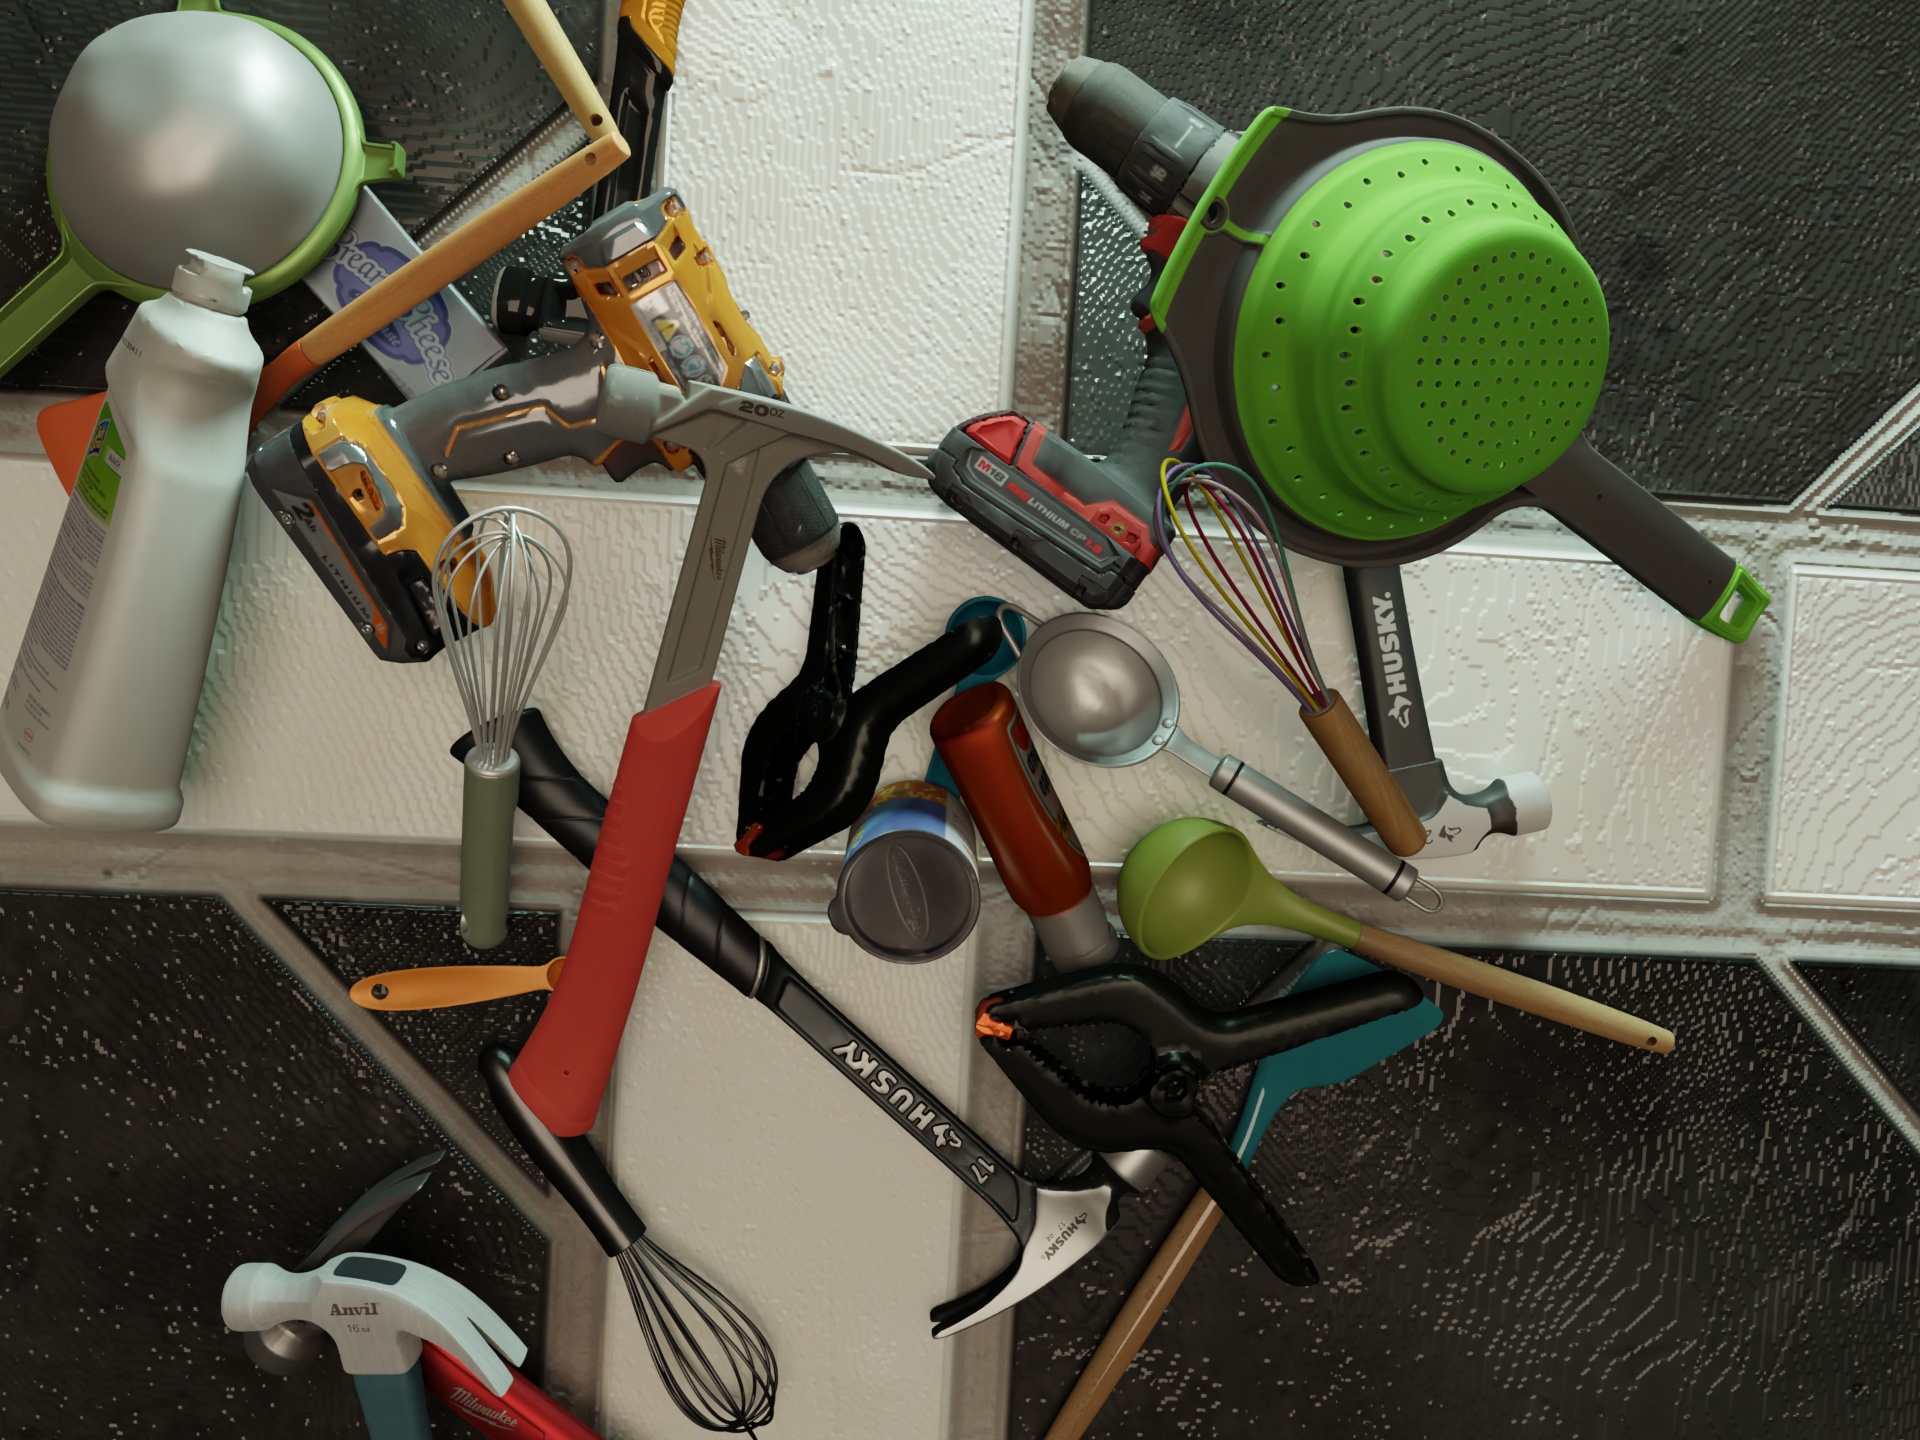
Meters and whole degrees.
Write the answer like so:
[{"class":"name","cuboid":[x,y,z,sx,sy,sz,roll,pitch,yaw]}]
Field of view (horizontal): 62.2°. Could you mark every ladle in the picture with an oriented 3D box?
[{"class":"ladle","cuboid":[0.229,0.124,0.814,0.320,0.062,0.078,19,108,-8]},{"class":"ladle","cuboid":[-0.240,-0.399,0.743,0.069,0.031,0.315,-31,88,2]}]

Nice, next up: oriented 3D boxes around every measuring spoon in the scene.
[{"class":"measuring spoon","cuboid":[-0.247,0.131,0.798,0.117,0.011,0.021,-5,94,-1]},{"class":"measuring spoon","cuboid":[-0.001,-0.003,0.809,0.042,0.021,0.128,13,101,-17]}]

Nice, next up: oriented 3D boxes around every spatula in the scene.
[{"class":"spatula","cuboid":[0.128,0.259,0.817,0.082,0.044,0.317,31,92,-21]},{"class":"spatula","cuboid":[-0.287,-0.181,0.734,0.322,0.041,0.081,-26,95,18]}]

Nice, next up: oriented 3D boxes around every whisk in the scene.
[{"class":"whisk","cuboid":[-0.167,0.260,0.793,0.055,0.055,0.239,-35,92,-2]},{"class":"whisk","cuboid":[0.159,-0.026,0.743,0.051,0.047,0.244,-36,116,4]},{"class":"whisk","cuboid":[-0.212,0.011,0.726,0.059,0.058,0.246,-6,128,-27]}]

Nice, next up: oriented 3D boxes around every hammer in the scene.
[{"class":"hammer","cuboid":[0.201,-0.092,0.810,0.146,0.035,0.335,-11,94,-5]},{"class":"hammer","cuboid":[-0.257,0.406,0.766,0.128,0.033,0.331,-4,106,7]},{"class":"hammer","cuboid":[-0.132,0.028,0.736,0.149,0.037,0.359,13,102,-17]},{"class":"hammer","cuboid":[-0.140,-0.345,0.767,0.127,0.034,0.337,8,92,-4]},{"class":"hammer","cuboid":[-0.162,0.374,0.788,0.386,0.038,0.143,41,107,-8]},{"class":"hammer","cuboid":[-0.091,0.141,0.798,0.409,0.036,0.149,42,90,-5]}]

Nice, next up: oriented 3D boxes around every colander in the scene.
[{"class":"colander","cuboid":[0.274,-0.126,0.726,0.396,0.095,0.204,28,96,-26]}]

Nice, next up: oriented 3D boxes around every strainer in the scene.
[{"class":"strainer","cuboid":[0.123,0.024,0.783,0.258,0.050,0.087,32,59,8]},{"class":"strainer","cuboid":[-0.392,-0.230,0.715,0.151,0.069,0.256,43,83,7]}]

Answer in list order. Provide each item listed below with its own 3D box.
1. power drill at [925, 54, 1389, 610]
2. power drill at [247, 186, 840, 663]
[{"class":"power drill","cuboid":[0.075,-0.186,0.760,0.188,0.080,0.226,37,94,2]},{"class":"power drill","cuboid":[-0.181,-0.112,0.741,0.226,0.084,0.185,-30,111,1]}]
